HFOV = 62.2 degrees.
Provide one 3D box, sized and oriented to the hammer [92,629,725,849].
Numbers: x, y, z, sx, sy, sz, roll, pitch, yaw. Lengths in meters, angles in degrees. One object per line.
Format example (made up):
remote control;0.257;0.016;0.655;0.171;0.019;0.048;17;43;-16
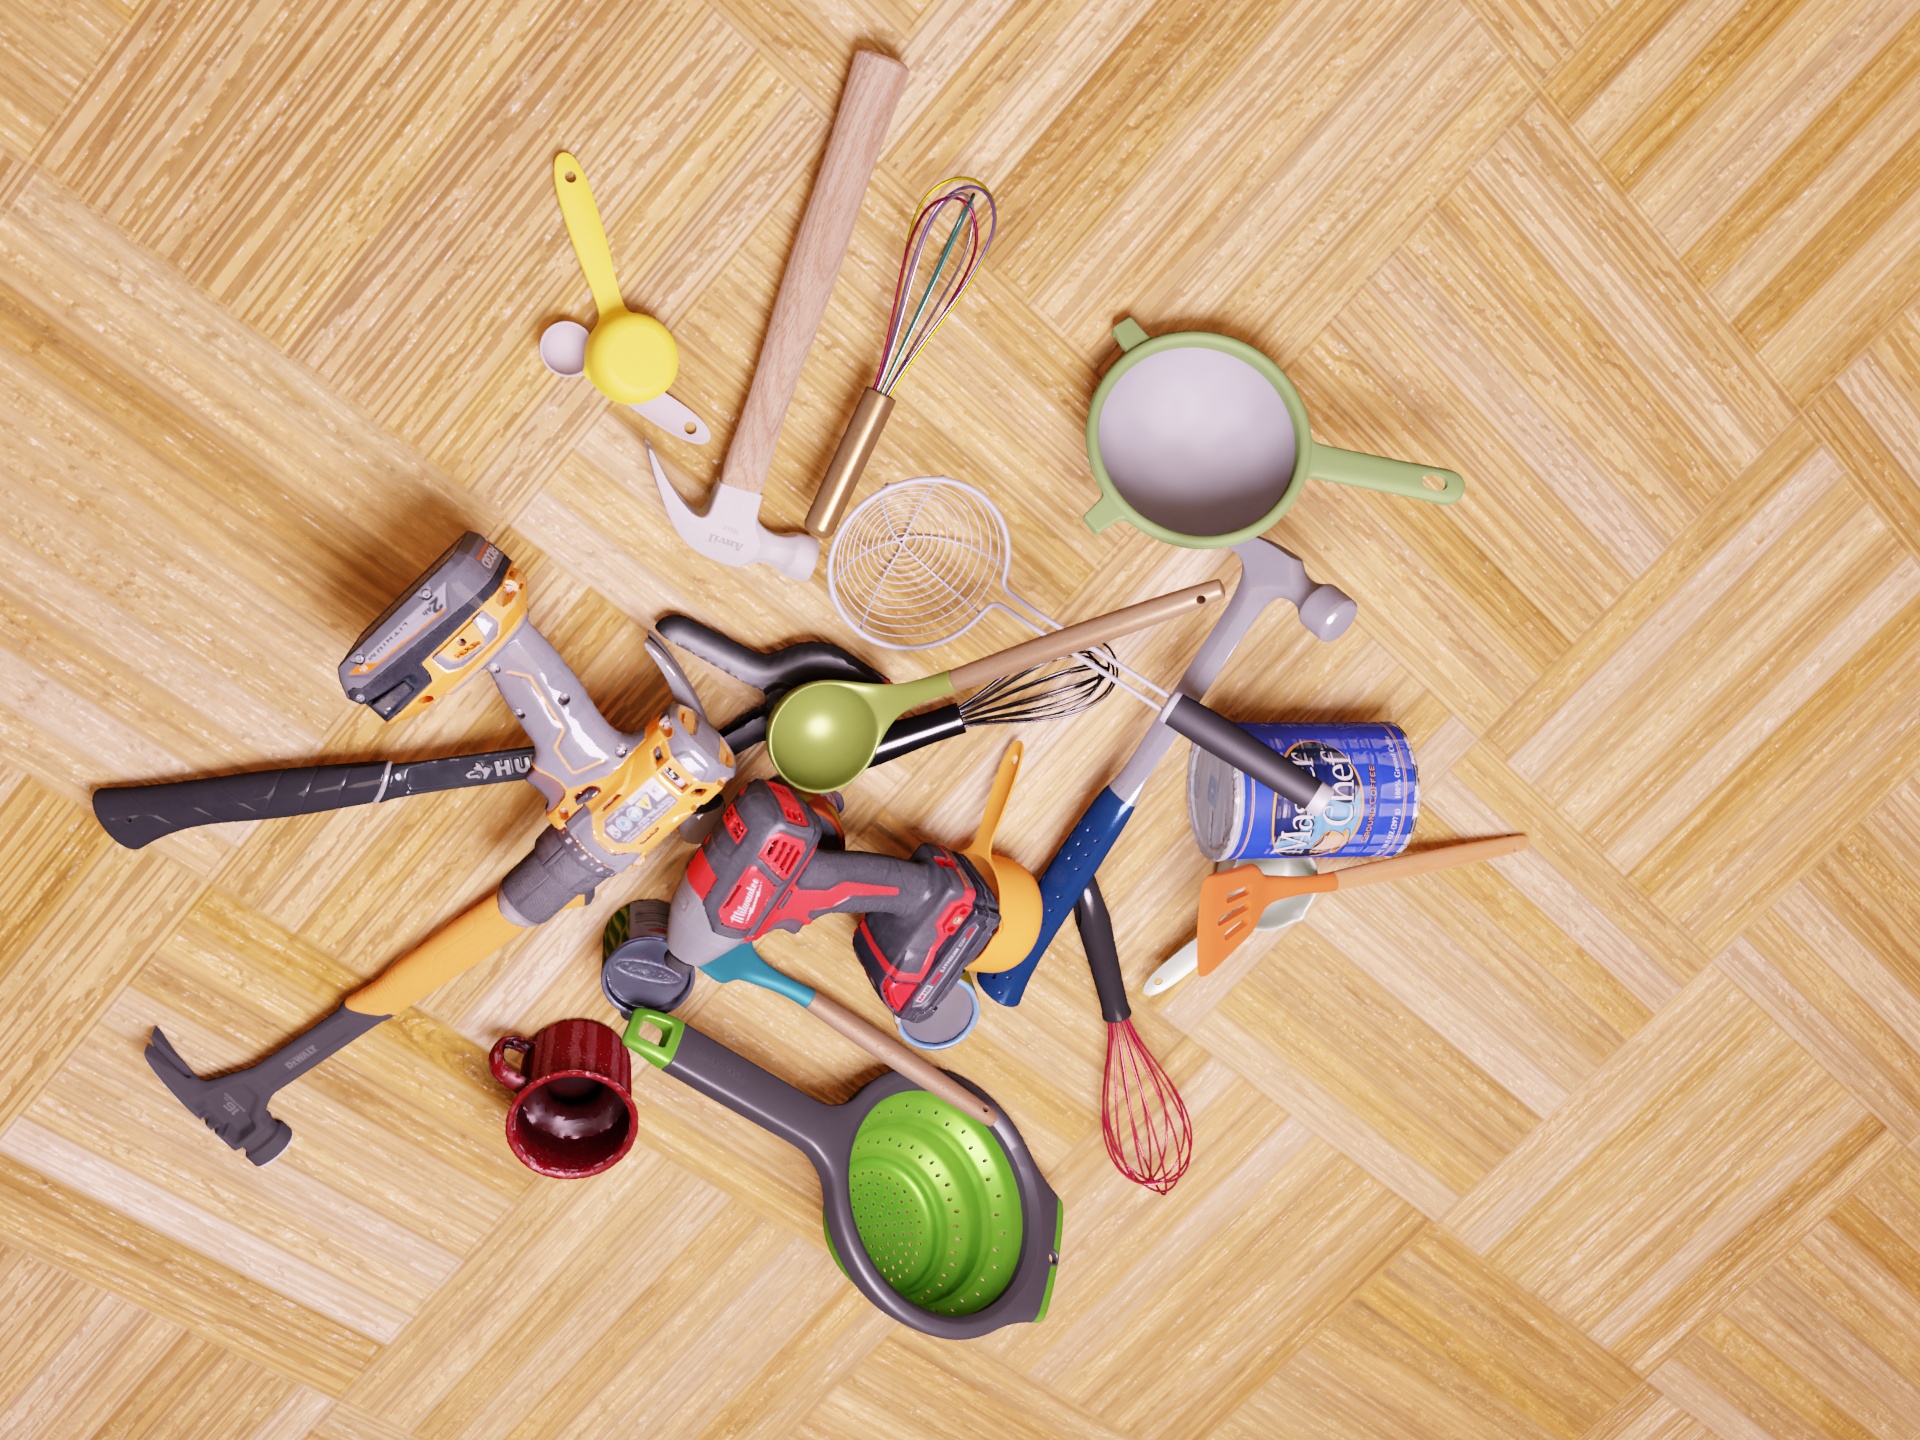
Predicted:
hammer;-0.368;0.034;1.066;0.409;0.036;0.149;-7;110;-3

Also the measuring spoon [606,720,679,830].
measuring spoon;-0.221;0.042;1.128;0.021;0.011;0.116;-37;117;3

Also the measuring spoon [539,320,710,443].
measuring spoon;-0.215;-0.214;1.025;0.124;0.018;0.034;31;89;-27

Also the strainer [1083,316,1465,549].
strainer;0.206;-0.171;1.074;0.256;0.069;0.151;10;78;-4

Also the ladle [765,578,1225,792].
ladle;0.017;-0.028;1.022;0.320;0.062;0.078;-18;117;21

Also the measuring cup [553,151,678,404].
measuring cup;-0.218;-0.272;0.983;0.062;0.029;0.156;-24;111;-22

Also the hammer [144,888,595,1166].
hammer;-0.409;0.187;1.135;0.337;0.034;0.127;-33;115;3

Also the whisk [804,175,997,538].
whisk;-0.044;-0.231;1.019;0.047;0.051;0.245;22;101;-22

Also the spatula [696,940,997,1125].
spatula;-0.087;0.220;1.190;0.317;0.082;0.044;37;135;-19

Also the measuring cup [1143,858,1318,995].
measuring cup;0.202;0.151;1.239;0.167;0.038;0.083;-42;113;9

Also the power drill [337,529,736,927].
power drill;-0.283;0.016;1.011;0.185;0.084;0.226;-41;111;10

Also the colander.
colander;-0.101;0.335;1.201;0.396;0.205;0.094;35;133;-20

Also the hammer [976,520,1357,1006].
hammer;0.119;0.041;1.150;0.035;0.144;0.405;1;127;-51

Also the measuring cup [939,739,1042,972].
measuring cup;0.033;0.102;1.170;0.052;0.095;0.173;17;92;-37

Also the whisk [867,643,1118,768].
whisk;-0.002;-0.005;1.133;0.239;0.055;0.055;-19;114;2

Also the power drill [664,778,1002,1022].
power drill;-0.092;0.130;1.085;0.219;0.079;0.143;22;110;-39

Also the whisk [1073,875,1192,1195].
whisk;0.128;0.249;1.253;0.073;0.073;0.295;-16;109;-4

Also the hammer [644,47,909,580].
hammer;-0.107;-0.257;1.012;0.130;0.031;0.331;14;107;-24

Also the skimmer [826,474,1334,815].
skimmer;0.082;-0.035;1.050;0.363;0.090;0.127;33;109;8

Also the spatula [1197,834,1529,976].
spatula;0.309;0.123;1.212;0.322;0.041;0.081;-8;111;-22
